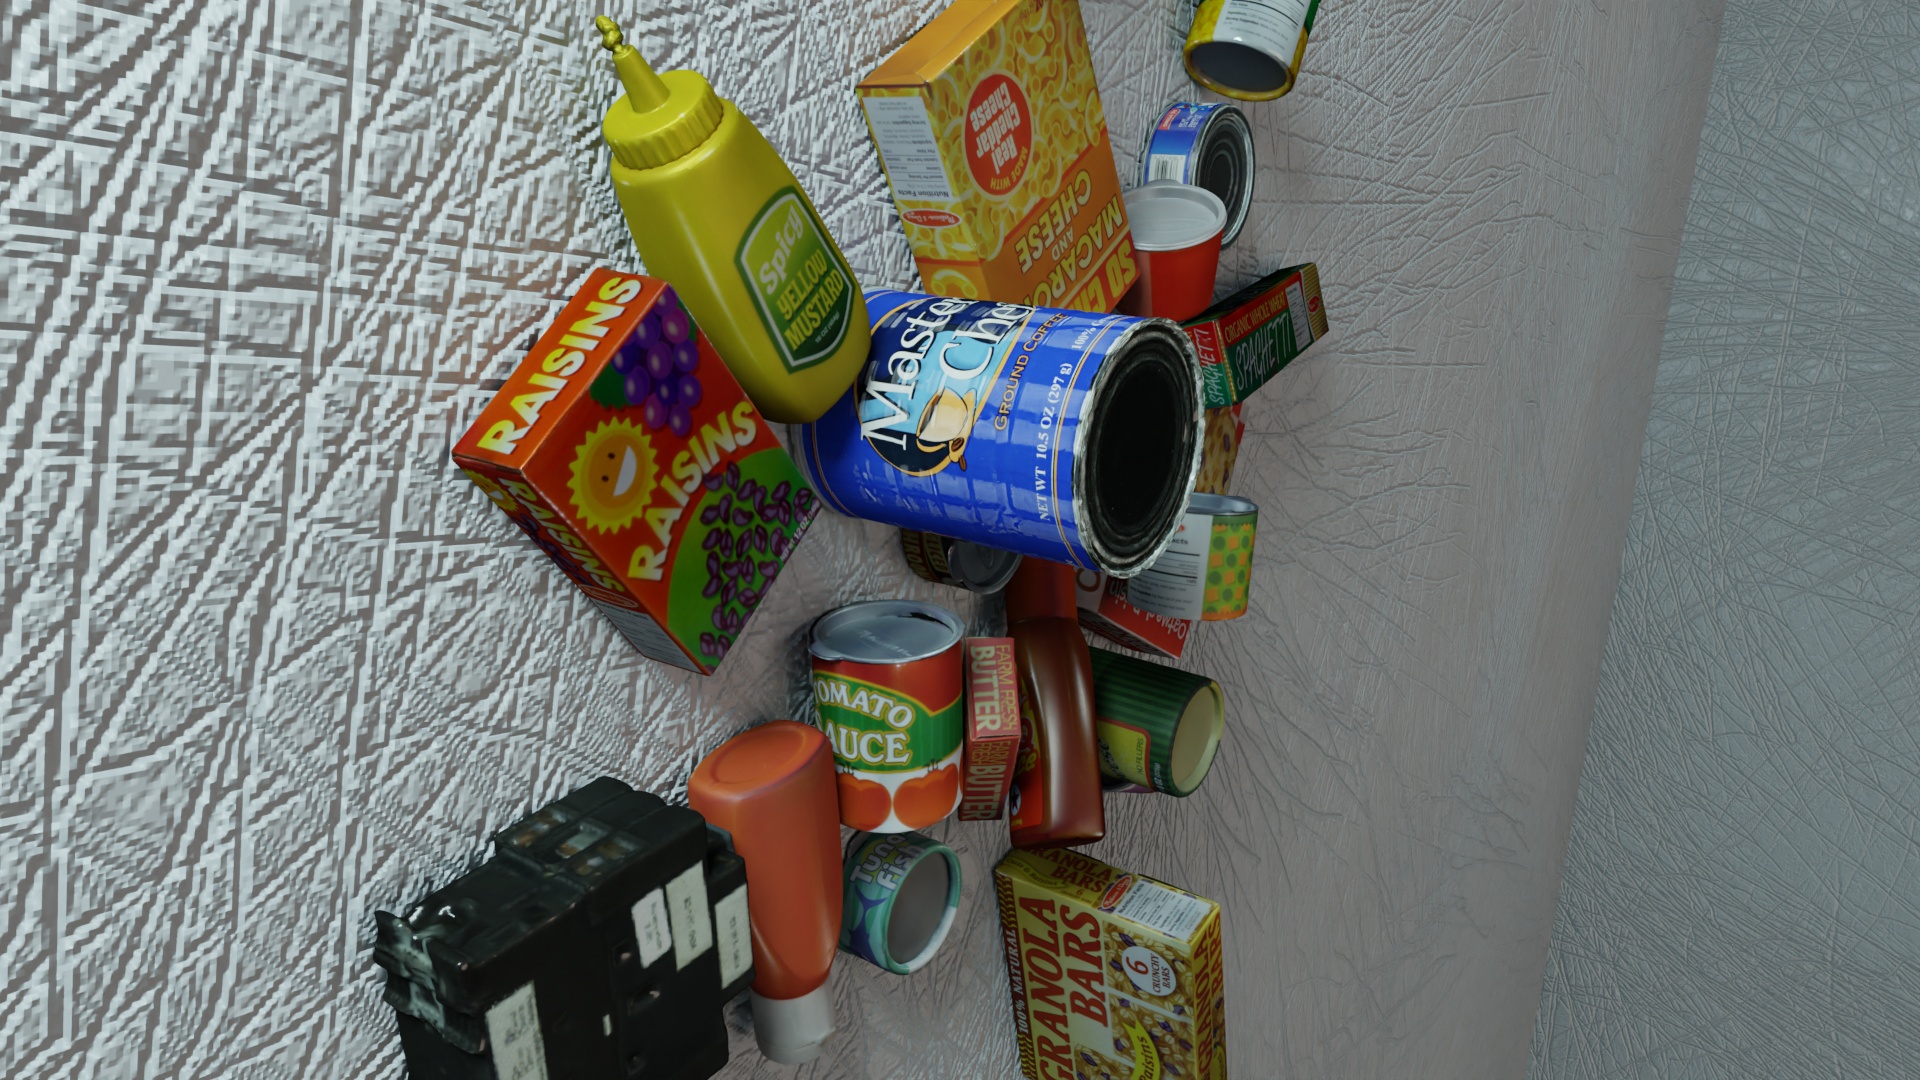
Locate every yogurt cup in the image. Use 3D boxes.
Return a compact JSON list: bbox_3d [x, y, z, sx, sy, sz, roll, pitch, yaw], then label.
[{"bbox_3d":[0.109,-0.153,0.748,0.073,0.072,0.053,-48,144,-37],"label":"yogurt cup"}]

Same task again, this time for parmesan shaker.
[{"bbox_3d":[0.081,0.092,0.748,0.071,0.103,0.071,-23,119,-50],"label":"parmesan shaker"}]

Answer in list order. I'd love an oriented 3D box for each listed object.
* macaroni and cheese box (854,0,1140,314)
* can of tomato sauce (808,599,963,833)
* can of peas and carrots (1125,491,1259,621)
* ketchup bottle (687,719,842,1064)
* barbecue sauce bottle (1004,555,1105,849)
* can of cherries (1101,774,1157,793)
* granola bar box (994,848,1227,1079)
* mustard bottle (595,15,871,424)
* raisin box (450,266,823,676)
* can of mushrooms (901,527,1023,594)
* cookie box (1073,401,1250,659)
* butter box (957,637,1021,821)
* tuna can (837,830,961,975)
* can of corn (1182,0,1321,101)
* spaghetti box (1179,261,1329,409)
[{"bbox_3d":[0.025,-0.162,0.641,0.124,0.040,0.165,-52,138,-34],"label":"macaroni and cheese box"},{"bbox_3d":[-0.033,0.077,0.610,0.071,0.071,0.082,-26,122,-50],"label":"can of tomato sauce"},{"bbox_3d":[0.125,0.007,0.744,0.071,0.071,0.058,-11,109,-54],"label":"can of peas and carrots"},{"bbox_3d":[-0.077,0.154,0.590,0.065,0.043,0.148,-31,125,-47],"label":"ketchup bottle"},{"bbox_3d":[0.044,0.079,0.703,0.044,0.064,0.149,2,72,-16],"label":"barbecue sauce bottle"},{"bbox_3d":[0.095,0.116,0.814,0.058,0.071,0.071,19,84,-57],"label":"can of cherries"},{"bbox_3d":[0.088,0.259,0.793,0.039,0.124,0.164,-38,130,-44],"label":"granola bar box"},{"bbox_3d":[-0.084,-0.112,0.489,0.065,0.049,0.159,-60,143,-27],"label":"mustard bottle"},{"bbox_3d":[-0.108,-0.022,0.492,0.086,0.040,0.123,-59,144,-24],"label":"raisin box"},{"bbox_3d":[0.002,-0.008,0.664,0.071,0.033,0.070,-25,121,-51],"label":"can of mushrooms"},{"bbox_3d":[0.111,-0.024,0.814,0.123,0.040,0.167,29,75,-55],"label":"cookie box"},{"bbox_3d":[0.012,0.092,0.666,0.103,0.024,0.053,96,-8,-58],"label":"butter box"},{"bbox_3d":[-0.031,0.172,0.673,0.071,0.033,0.070,-25,121,-51],"label":"tuna can"},{"bbox_3d":[0.164,-0.289,0.785,0.071,0.071,0.058,30,76,-55],"label":"can of corn"},{"bbox_3d":[0.183,-0.129,0.848,0.251,0.028,0.050,-34,112,-58],"label":"spaghetti box"}]
